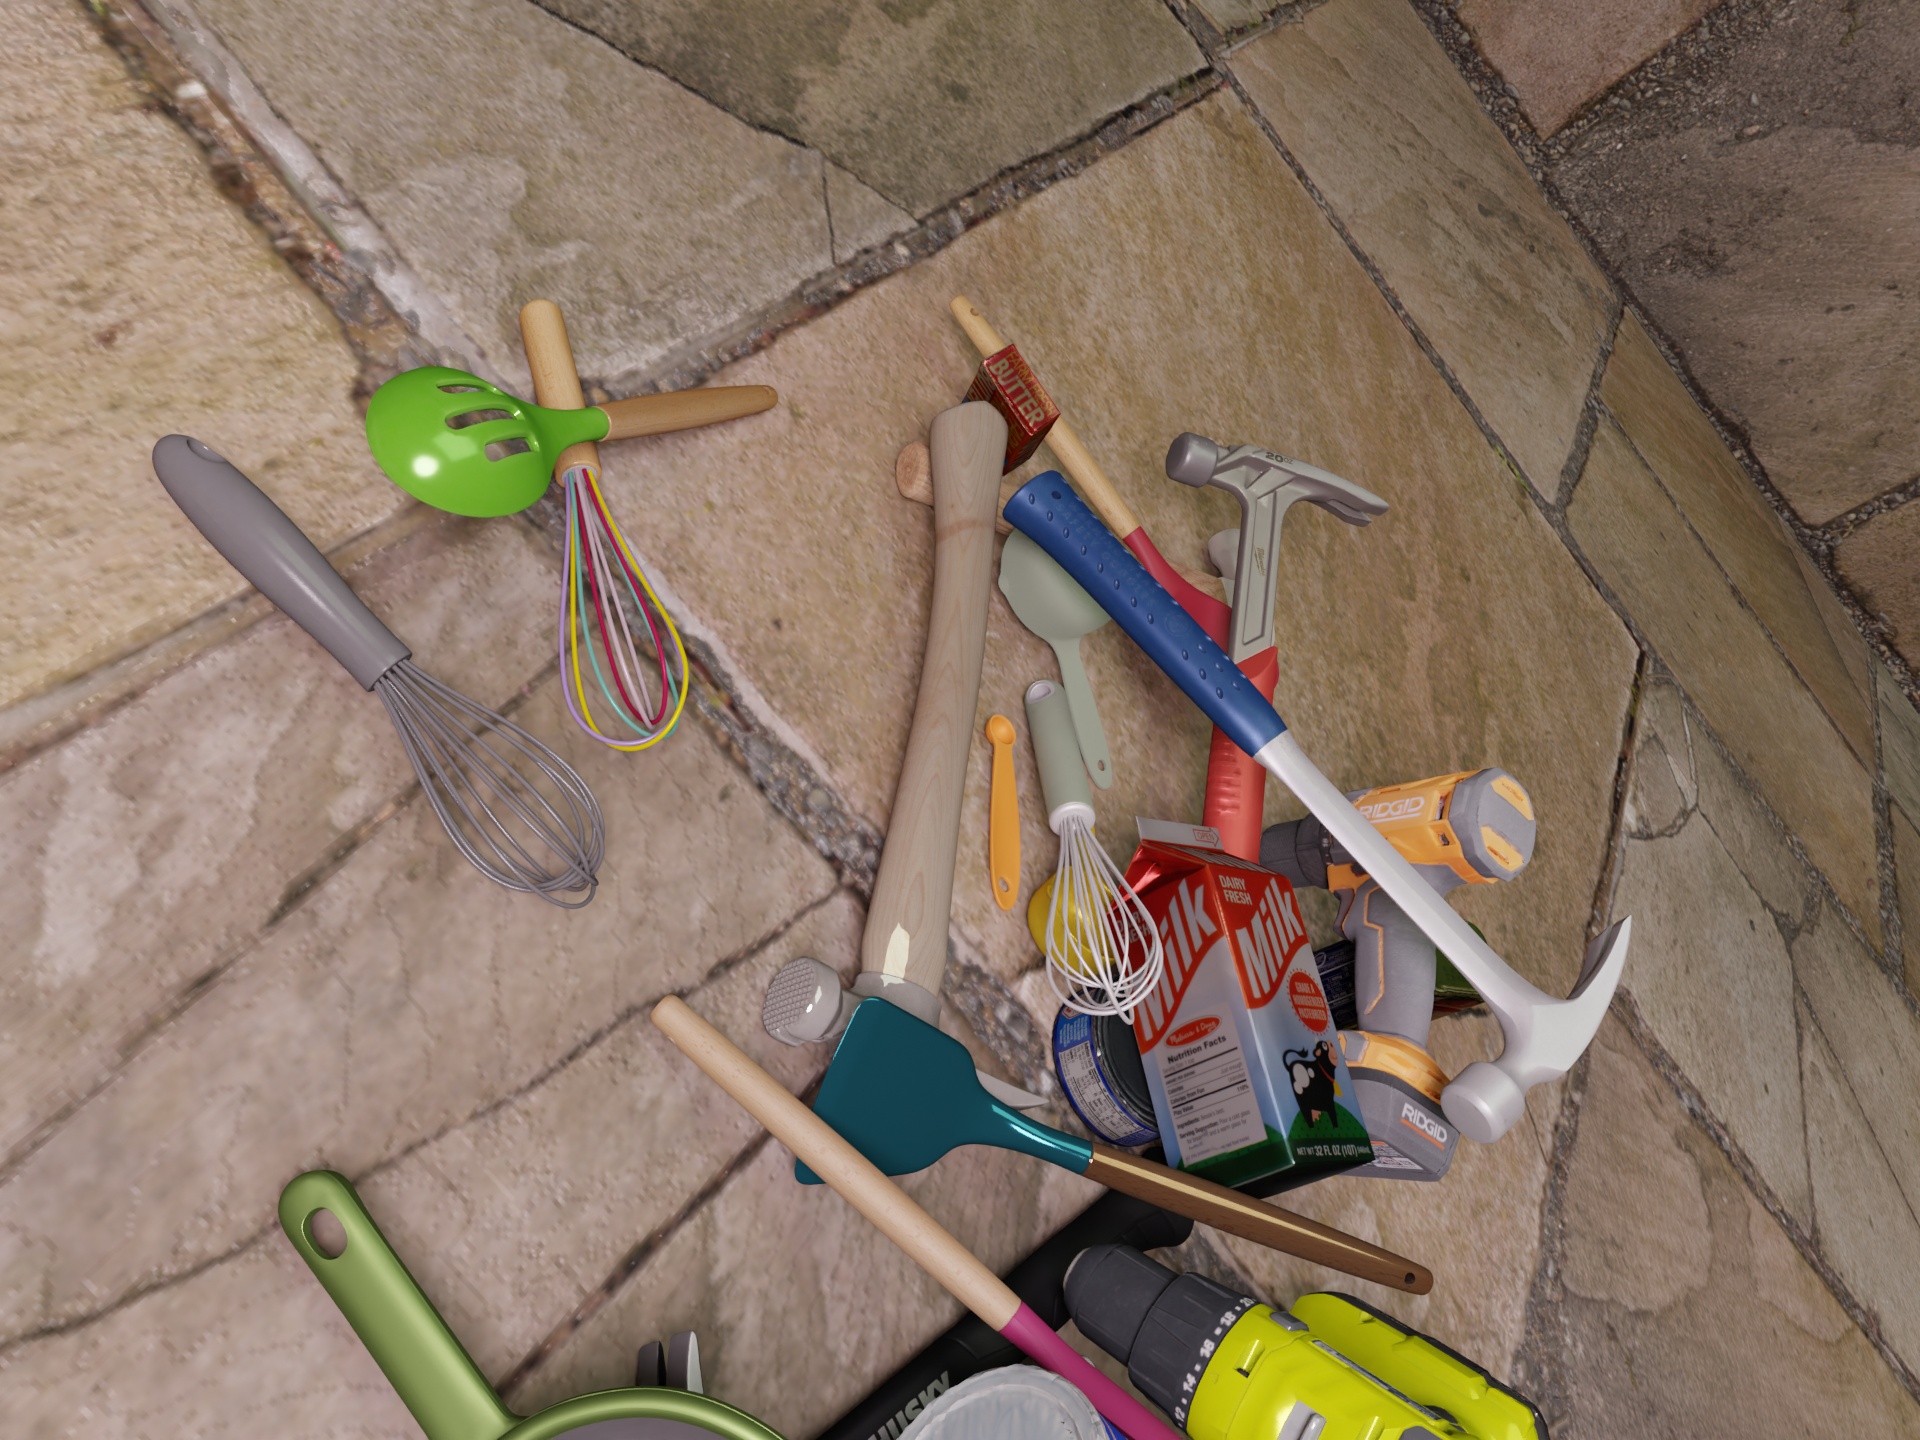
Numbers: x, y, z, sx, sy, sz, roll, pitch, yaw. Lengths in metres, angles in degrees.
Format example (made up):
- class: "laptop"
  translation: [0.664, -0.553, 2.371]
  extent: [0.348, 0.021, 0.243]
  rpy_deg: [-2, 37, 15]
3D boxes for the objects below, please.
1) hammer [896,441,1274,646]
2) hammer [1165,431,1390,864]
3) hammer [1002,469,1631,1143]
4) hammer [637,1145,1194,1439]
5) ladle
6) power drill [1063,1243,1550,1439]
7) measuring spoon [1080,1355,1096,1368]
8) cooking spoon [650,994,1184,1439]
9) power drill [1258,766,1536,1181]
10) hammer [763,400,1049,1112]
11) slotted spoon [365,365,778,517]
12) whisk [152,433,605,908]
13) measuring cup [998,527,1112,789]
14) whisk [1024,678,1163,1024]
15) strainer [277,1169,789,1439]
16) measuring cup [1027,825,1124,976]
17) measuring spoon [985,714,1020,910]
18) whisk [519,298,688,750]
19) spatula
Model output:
- class: "hammer"
  translation: [0.092, -0.107, 1.025]
  extent: [0.331, 0.031, 0.130]
  rpy_deg: [17, 52, -39]
- class: "hammer"
  translation: [0.177, 0.001, 0.952]
  extent: [0.149, 0.036, 0.359]
  rpy_deg: [16, 67, -16]
- class: "hammer"
  translation: [0.173, 0.018, 0.832]
  extent: [0.144, 0.035, 0.406]
  rpy_deg: [-34, 73, -26]
- class: "hammer"
  translation: [0.006, 0.260, 0.669]
  extent: [0.334, 0.035, 0.146]
  rpy_deg: [-19, 80, -51]
- class: "ladle"
  translation: [0.092, -0.139, 0.999]
  extent: [0.315, 0.031, 0.069]
  rpy_deg: [53, 49, -1]
- class: "power drill"
  translation: [0.158, 0.296, 0.692]
  extent: [0.080, 0.191, 0.228]
  rpy_deg: [-61, 145, -7]
- class: "measuring spoon"
  translation: [0.051, 0.336, 0.685]
  extent: [0.034, 0.018, 0.124]
  rpy_deg: [24, 40, -18]
- class: "cooking spoon"
  translation: [0.000, 0.216, 0.624]
  extent: [0.319, 0.068, 0.017]
  rpy_deg: [40, 70, 6]
- class: "power drill"
  translation: [0.219, 0.138, 0.907]
  extent: [0.084, 0.185, 0.226]
  rpy_deg: [35, 62, -25]
- class: "hammer"
  translation: [-0.001, -0.003, 0.821]
  extent: [0.146, 0.038, 0.411]
  rpy_deg: [32, 49, -31]
- class: "slotted spoon"
  translation: [-0.156, -0.141, 0.733]
  extent: [0.070, 0.031, 0.314]
  rpy_deg: [53, 24, 0]
- class: "whisk"
  translation: [-0.223, -0.018, 0.613]
  extent: [0.239, 0.055, 0.055]
  rpy_deg: [47, 39, -5]
- class: "measuring cup"
  translation: [0.075, -0.044, 0.933]
  extent: [0.083, 0.038, 0.168]
  rpy_deg: [-8, 81, -40]
- class: "whisk"
  translation: [0.060, 0.058, 0.829]
  extent: [0.247, 0.058, 0.059]
  rpy_deg: [-99, 163, -51]
- class: "strainer"
  translation: [-0.129, 0.246, 0.510]
  extent: [0.256, 0.151, 0.069]
  rpy_deg: [47, -4, 15]
- class: "measuring cup"
  translation: [0.059, 0.075, 0.873]
  extent: [0.062, 0.029, 0.157]
  rpy_deg: [29, 34, -26]
- class: "measuring spoon"
  translation: [0.021, 0.049, 0.857]
  extent: [0.021, 0.011, 0.117]
  rpy_deg: [23, 52, -35]
- class: "whisk"
  translation: [-0.167, -0.095, 0.729]
  extent: [0.051, 0.047, 0.245]
  rpy_deg: [6, 57, -44]
- class: "spatula"
  translation: [0.081, 0.208, 0.707]
  extent: [0.317, 0.044, 0.082]
  rpy_deg: [23, 86, -13]
